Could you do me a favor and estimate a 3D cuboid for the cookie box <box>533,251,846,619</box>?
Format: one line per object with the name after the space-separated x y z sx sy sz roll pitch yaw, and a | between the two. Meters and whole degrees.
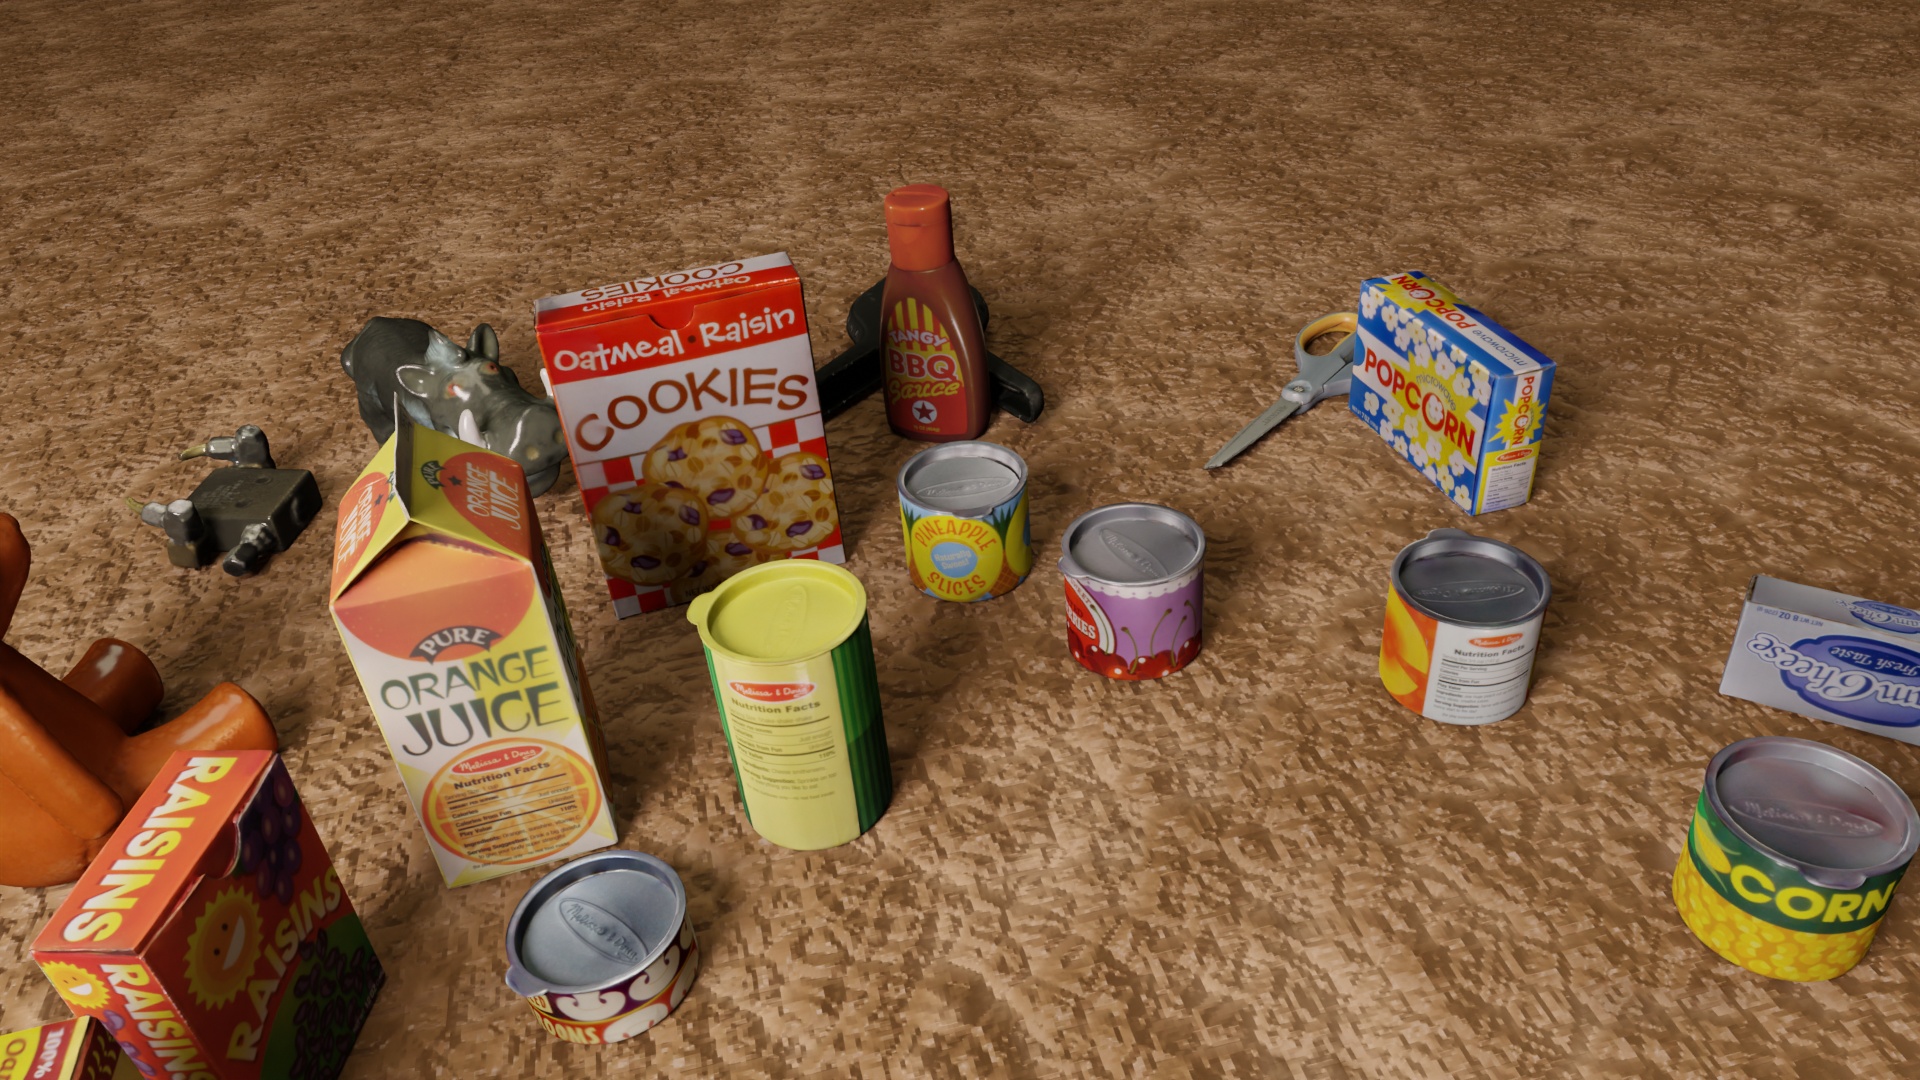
-0.129 -0.050 0.689 0.123 0.166 0.040 -14 36 -12 | cookie box

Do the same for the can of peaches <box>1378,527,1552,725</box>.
0.221 0.038 0.615 0.071 0.057 0.071 -3 35 3 | can of peaches

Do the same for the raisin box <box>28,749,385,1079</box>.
-0.246 0.143 0.470 0.040 0.122 0.086 -1 35 6 | raisin box

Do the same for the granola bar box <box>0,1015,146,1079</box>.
-0.233 0.228 0.349 0.039 0.123 0.166 -11 36 -7 | granola bar box

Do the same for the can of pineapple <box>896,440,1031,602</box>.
0.003 -0.009 0.709 0.071 0.057 0.071 -3 35 3 | can of pineapple

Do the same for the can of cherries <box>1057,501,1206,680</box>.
0.079 0.024 0.652 0.071 0.058 0.072 -3 35 3 | can of cherries

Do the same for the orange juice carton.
-0.194 0.040 0.549 0.073 0.191 0.072 -13 36 -11 | orange juice carton

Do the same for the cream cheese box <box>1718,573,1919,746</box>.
0.379 0.053 0.577 0.104 0.053 0.024 16 40 27 | cream cheese box

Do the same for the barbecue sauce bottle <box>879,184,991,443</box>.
-0.018 -0.130 0.803 0.065 0.147 0.044 9 38 20 | barbecue sauce bottle

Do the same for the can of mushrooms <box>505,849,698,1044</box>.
-0.135 0.153 0.519 0.071 0.033 0.071 -3 35 3 | can of mushrooms

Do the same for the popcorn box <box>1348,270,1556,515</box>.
0.263 -0.083 0.756 0.038 0.084 0.127 -14 36 -12 | popcorn box

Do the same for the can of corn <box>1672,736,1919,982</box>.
0.296 0.115 0.496 0.071 0.058 0.071 -3 35 3 | can of corn

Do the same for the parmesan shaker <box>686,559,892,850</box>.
-0.068 0.068 0.571 0.071 0.102 0.072 -4 35 3 | parmesan shaker
